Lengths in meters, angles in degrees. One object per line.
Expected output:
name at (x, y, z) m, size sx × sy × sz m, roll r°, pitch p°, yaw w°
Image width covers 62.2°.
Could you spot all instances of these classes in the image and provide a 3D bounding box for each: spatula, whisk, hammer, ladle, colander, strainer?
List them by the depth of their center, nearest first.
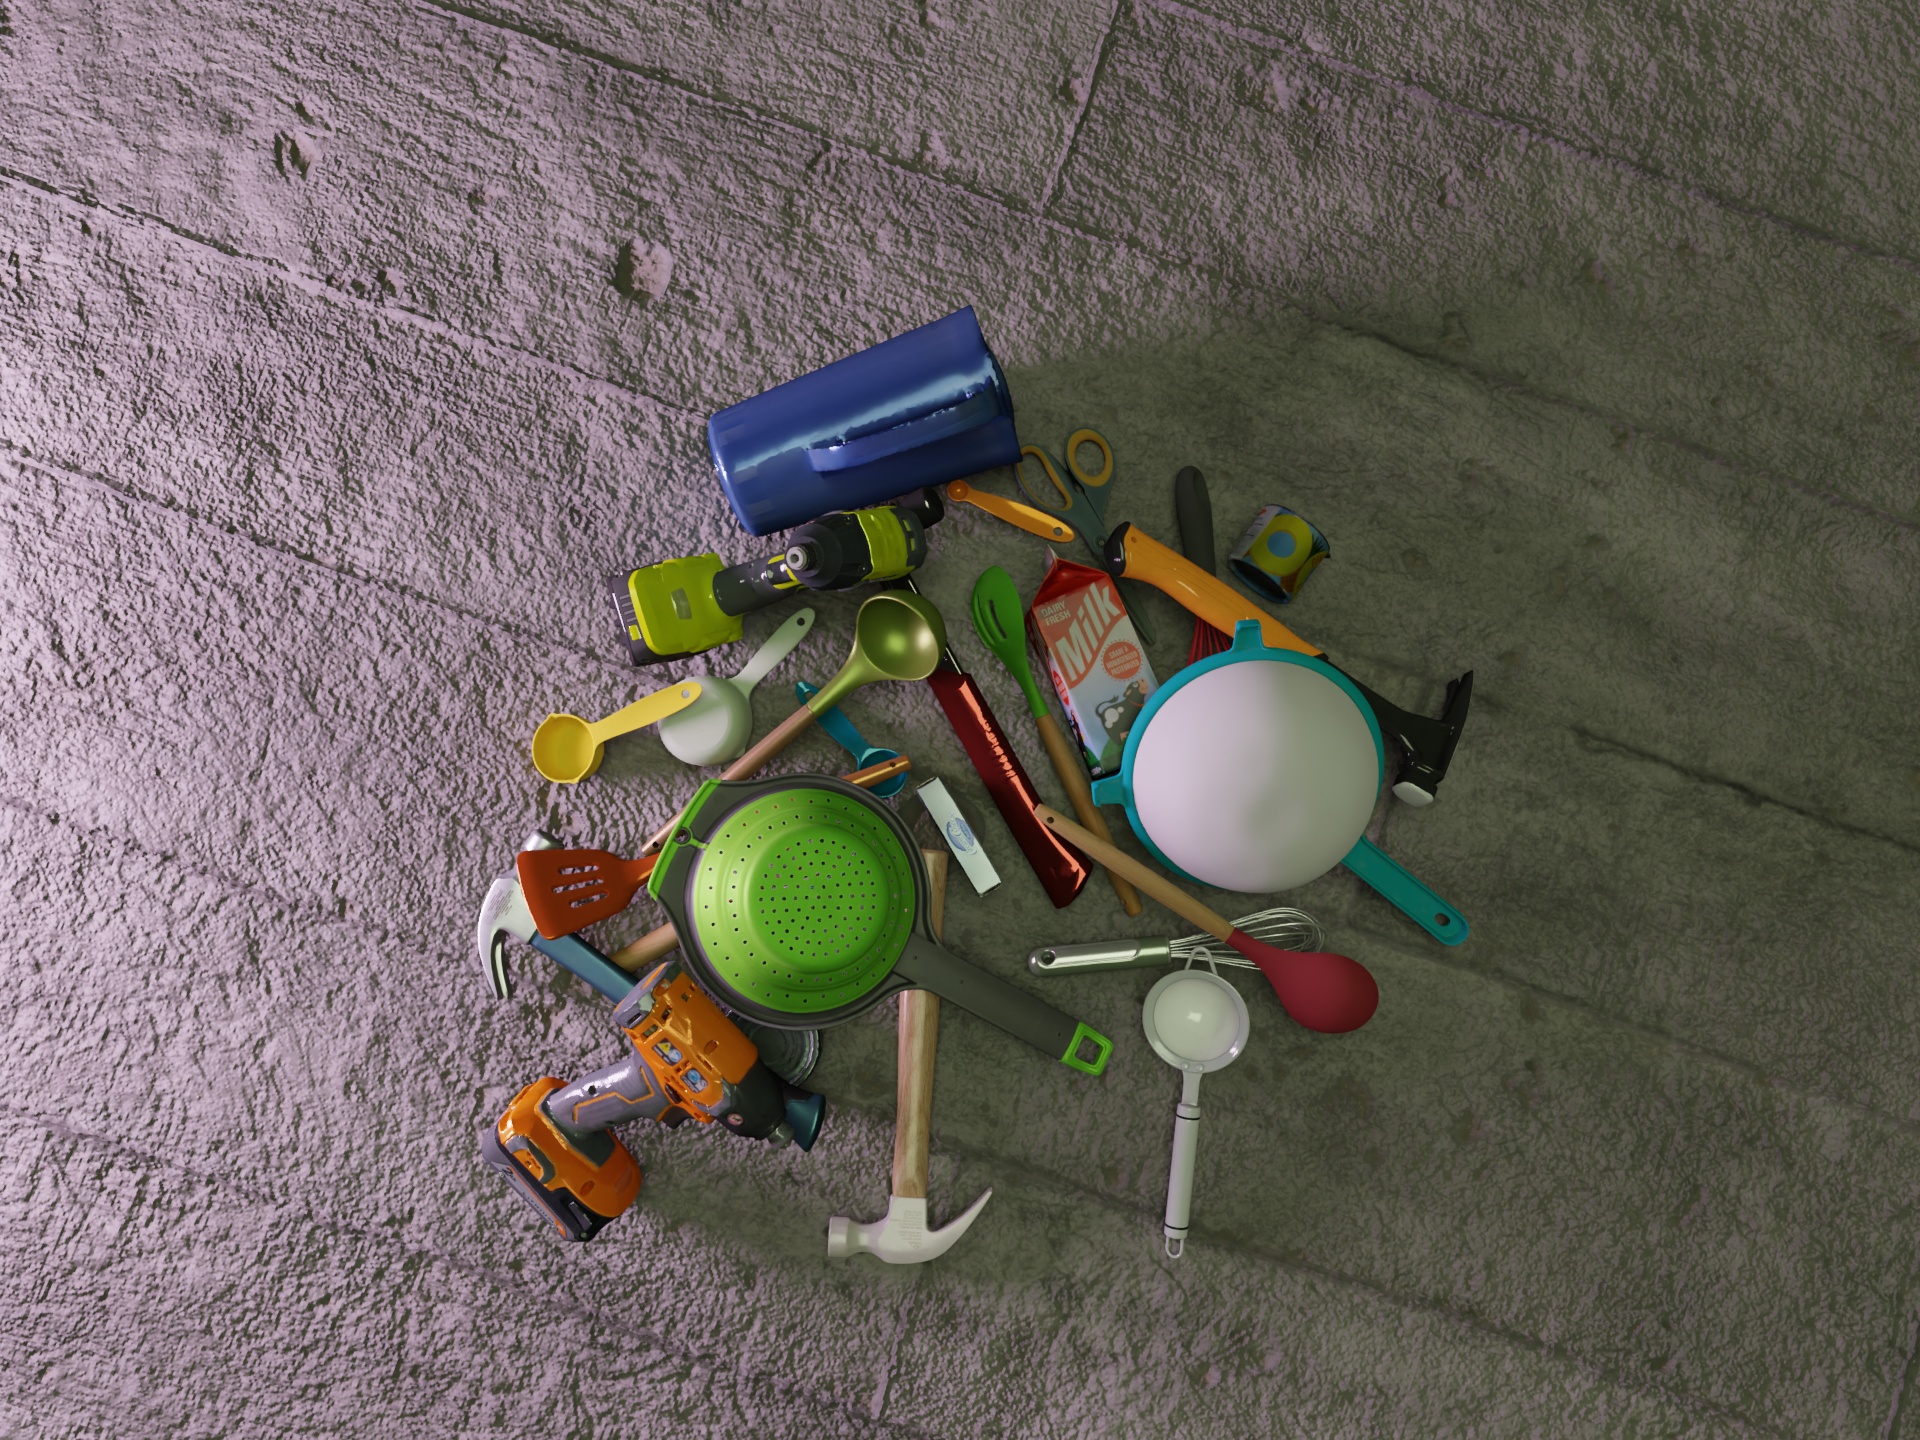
colander at (-0.045, 0.177, 1.235) m, size 0.397 × 0.094 × 0.204 m, roll 29°, pitch 77°, yaw -8°
strainer at (0.284, 0.093, 1.248) m, size 0.340 × 0.095 × 0.211 m, roll 37°, pitch 106°, yaw -13°
hammer at (-0.244, 0.230, 1.267) m, size 0.331 × 0.033 × 0.128 m, roll 34°, pitch 89°, yaw 8°
ladle at (0.193, 0.155, 1.269) m, size 0.315 × 0.031 × 0.069 m, roll 33°, pitch 106°, yaw 4°
spatula at (-0.191, 0.088, 1.280) m, size 0.322 × 0.041 × 0.081 m, roll -22°, pitch 65°, yaw -9°
ladle at (-0.141, 0.011, 1.283) m, size 0.320 × 0.062 × 0.078 m, roll -40°, pitch 95°, yaw 9°
strainer at (0.185, 0.309, 1.292) m, size 0.087 × 0.050 × 0.258 m, roll 6°, pitch 91°, yaw 17°
hammer at (-0.033, 0.271, 1.298) m, size 0.130 × 0.031 × 0.331 m, roll 3°, pitch 83°, yaw -1°
hammer at (0.266, -0.067, 1.299) m, size 0.336 × 0.034 × 0.127 m, roll 32°, pitch 66°, yaw -7°
whisk at (-0.188, 0.153, 1.305) m, size 0.245 × 0.047 × 0.051 m, roll -29°, pitch 73°, yaw 0°
whisk at (0.178, 0.187, 1.306) m, size 0.246 × 0.059 × 0.058 m, roll -6°, pitch 58°, yaw 2°
hammer at (-0.002, -0.004, 1.315) m, size 0.149 × 0.037 × 0.359 m, roll -29°, pitch 91°, yaw 23°
whisk at (0.208, -0.073, 1.331) m, size 0.073 × 0.073 × 0.296 m, roll -4°, pitch 78°, yaw -2°

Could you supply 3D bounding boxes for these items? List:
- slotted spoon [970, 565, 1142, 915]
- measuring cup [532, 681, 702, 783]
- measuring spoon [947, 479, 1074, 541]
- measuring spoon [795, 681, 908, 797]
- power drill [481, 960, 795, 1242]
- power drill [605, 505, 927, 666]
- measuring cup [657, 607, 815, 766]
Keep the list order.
slotted spoon at (0.080, 0.019, 1.323) m, size 0.031 × 0.070 × 0.314 m, roll -25°, pitch 90°, yaw -30°
measuring cup at (-0.278, 0.004, 1.308) m, size 0.156 × 0.029 × 0.062 m, roll -23°, pitch 82°, yaw 9°
measuring spoon at (0.043, -0.177, 1.364) m, size 0.117 × 0.011 × 0.021 m, roll 22°, pitch 75°, yaw -2°
measuring spoon at (-0.094, 0.016, 1.337) m, size 0.042 × 0.021 × 0.129 m, roll -42°, pitch 77°, yaw -11°
power drill at (-0.240, 0.303, 1.214) m, size 0.226 × 0.084 × 0.164 m, roll -40°, pitch 96°, yaw 24°
power drill at (-0.156, -0.110, 1.240) m, size 0.223 × 0.171 × 0.080 m, roll -16°, pitch 93°, yaw 25°
measuring cup at (-0.182, -0.032, 1.312) m, size 0.083 × 0.038 × 0.167 m, roll 44°, pitch 95°, yaw 5°
